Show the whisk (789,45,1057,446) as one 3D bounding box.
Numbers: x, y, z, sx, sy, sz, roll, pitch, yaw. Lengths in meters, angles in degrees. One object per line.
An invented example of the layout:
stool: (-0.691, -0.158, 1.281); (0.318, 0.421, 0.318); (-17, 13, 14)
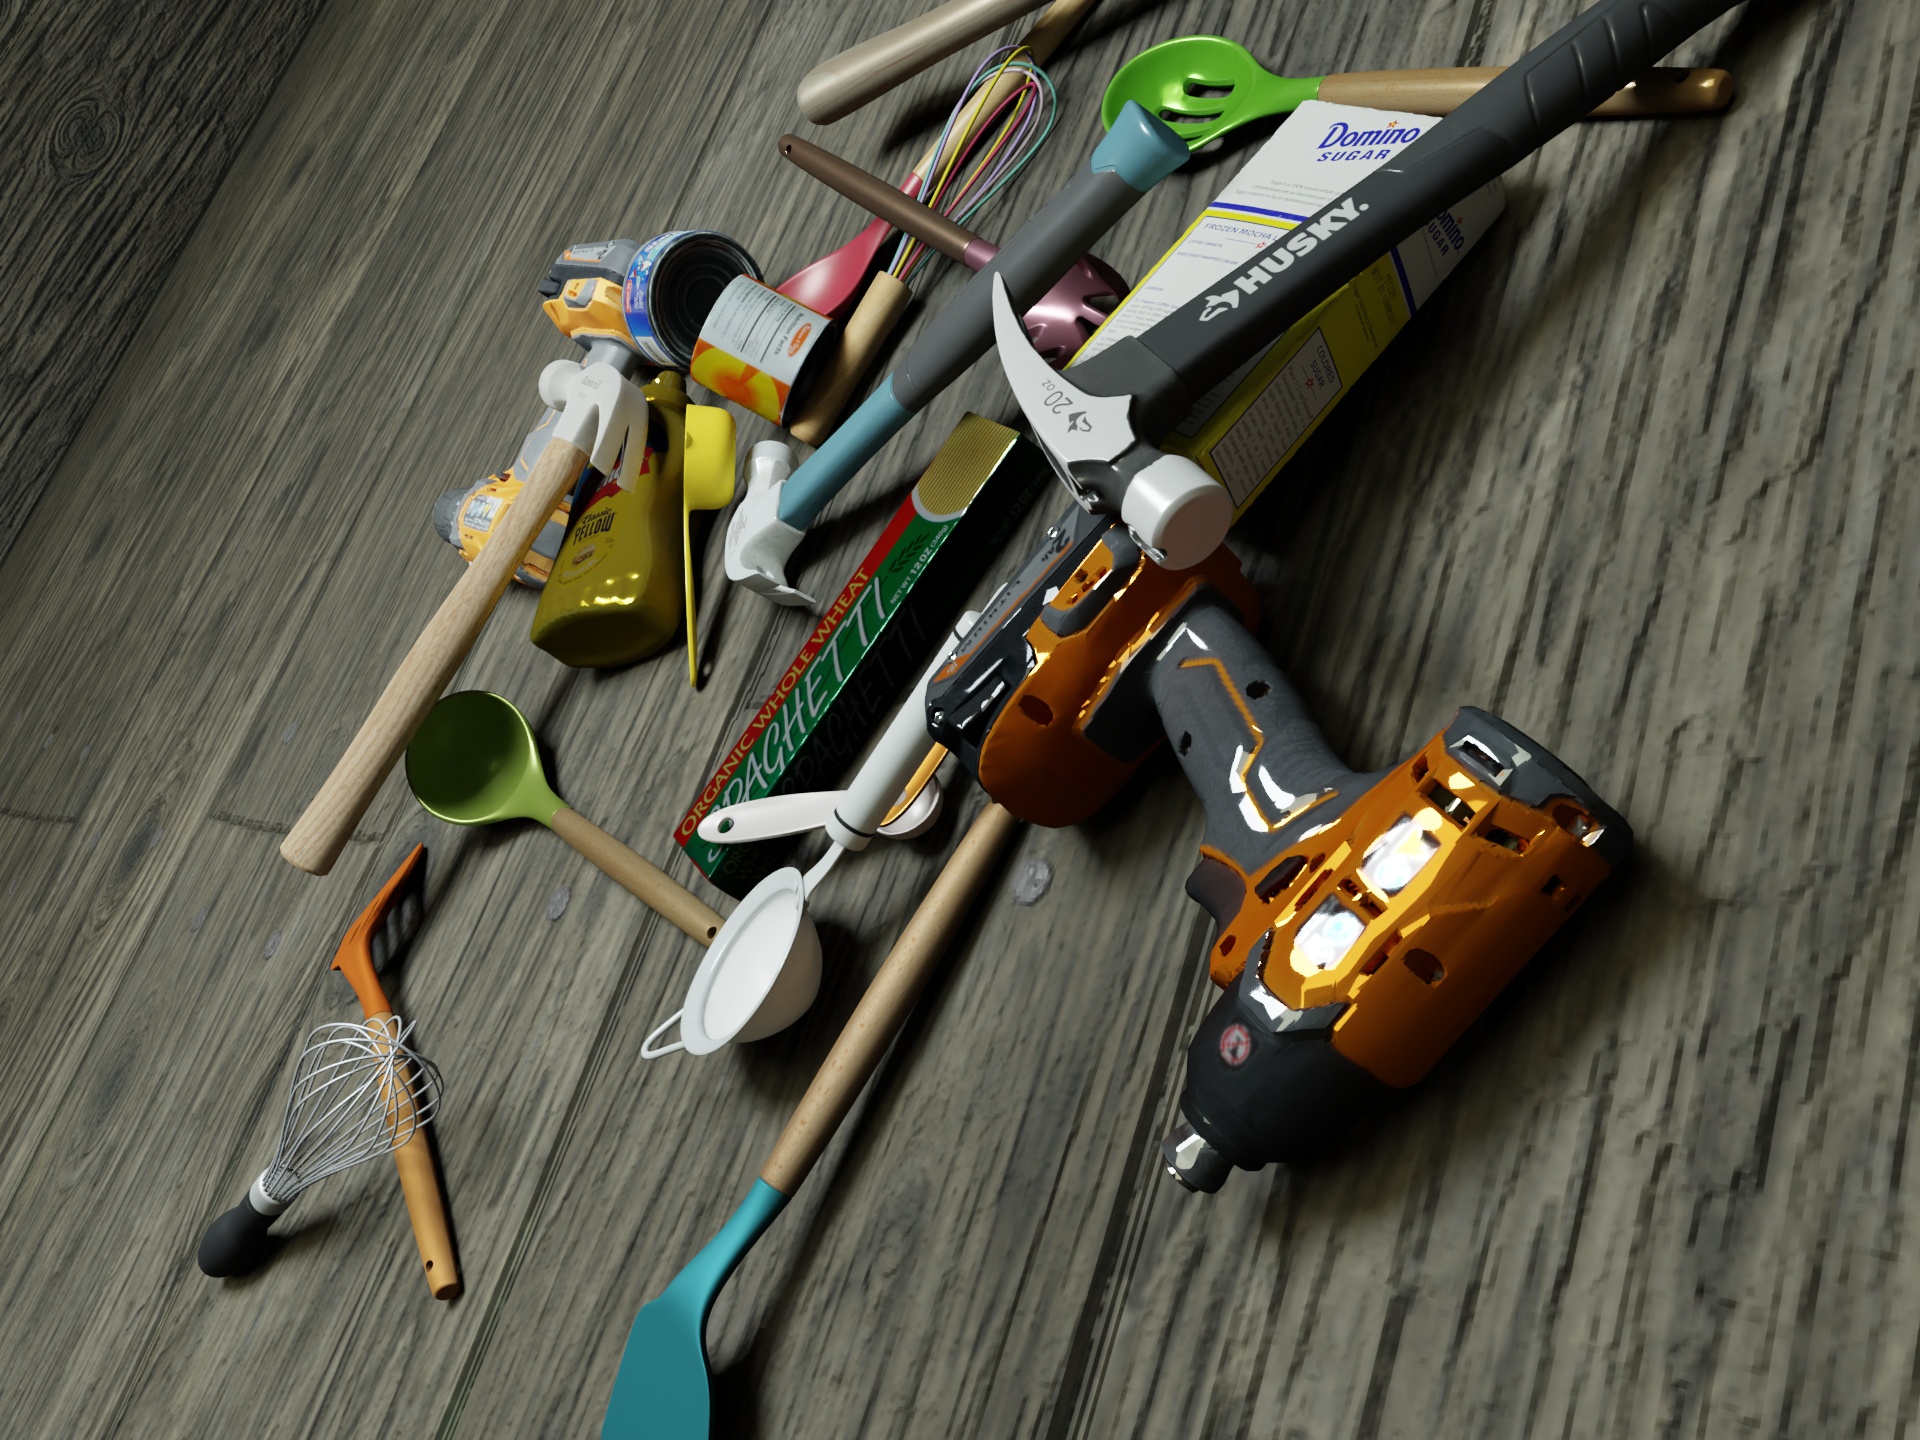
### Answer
whisk: (-0.022, -0.257, 0.870); (0.245, 0.051, 0.047); (-59, 17, 3)

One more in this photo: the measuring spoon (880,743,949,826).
measuring spoon: (-0.001, -0.002, 0.671); (0.021, 0.011, 0.117); (23, 73, 39)

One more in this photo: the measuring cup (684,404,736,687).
measuring cup: (-0.135, -0.095, 0.861); (0.062, 0.029, 0.156); (132, 136, -76)

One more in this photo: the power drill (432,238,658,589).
power drill: (-0.270, -0.199, 1.057); (0.185, 0.084, 0.226); (17, 81, 52)

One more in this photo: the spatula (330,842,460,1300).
spatula: (-0.302, 0.182, 0.864); (0.081, 0.041, 0.323); (-49, 43, 10)

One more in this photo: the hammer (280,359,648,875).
hammer: (-0.281, -0.059, 0.901); (0.130, 0.031, 0.331); (25, 81, 50)

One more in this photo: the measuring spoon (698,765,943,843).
measuring spoon: (-0.060, 0.043, 0.690); (0.124, 0.018, 0.034); (-9, 52, 27)

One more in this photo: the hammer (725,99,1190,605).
hammer: (-0.017, -0.163, 0.740); (0.331, 0.033, 0.128); (-37, 37, 41)

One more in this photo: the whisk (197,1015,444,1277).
whisk: (-0.343, 0.228, 0.819); (0.284, 0.070, 0.070); (-43, 38, 36)

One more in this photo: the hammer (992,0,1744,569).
hammer: (0.161, -0.192, 0.554); (0.335, 0.035, 0.146); (-36, 49, -2)

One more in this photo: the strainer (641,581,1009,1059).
strainer: (-0.046, 0.051, 0.639); (0.258, 0.050, 0.087); (-56, 21, 19)

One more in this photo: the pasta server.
pasta server: (-0.014, -0.246, 0.803); (0.317, 0.040, 0.060); (42, 122, 39)

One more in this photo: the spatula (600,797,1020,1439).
spatula: (-0.051, 0.160, 0.614); (0.082, 0.044, 0.317); (19, 74, 51)

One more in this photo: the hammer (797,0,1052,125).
hammer: (0.062, -0.395, 0.825); (0.411, 0.038, 0.146); (-10, 36, 40)

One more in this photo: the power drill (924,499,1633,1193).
power drill: (0.079, 0.033, 0.521); (0.164, 0.084, 0.227); (-51, 42, 7)

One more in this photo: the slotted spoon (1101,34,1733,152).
slotted spoon: (0.174, -0.263, 0.672); (0.314, 0.031, 0.070); (26, 84, 50)

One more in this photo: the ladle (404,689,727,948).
ladle: (-0.204, 0.055, 0.823); (0.320, 0.062, 0.078); (23, 82, 49)

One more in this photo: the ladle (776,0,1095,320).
ladle: (-0.006, -0.330, 0.910); (0.315, 0.031, 0.069); (-47, 39, 9)
